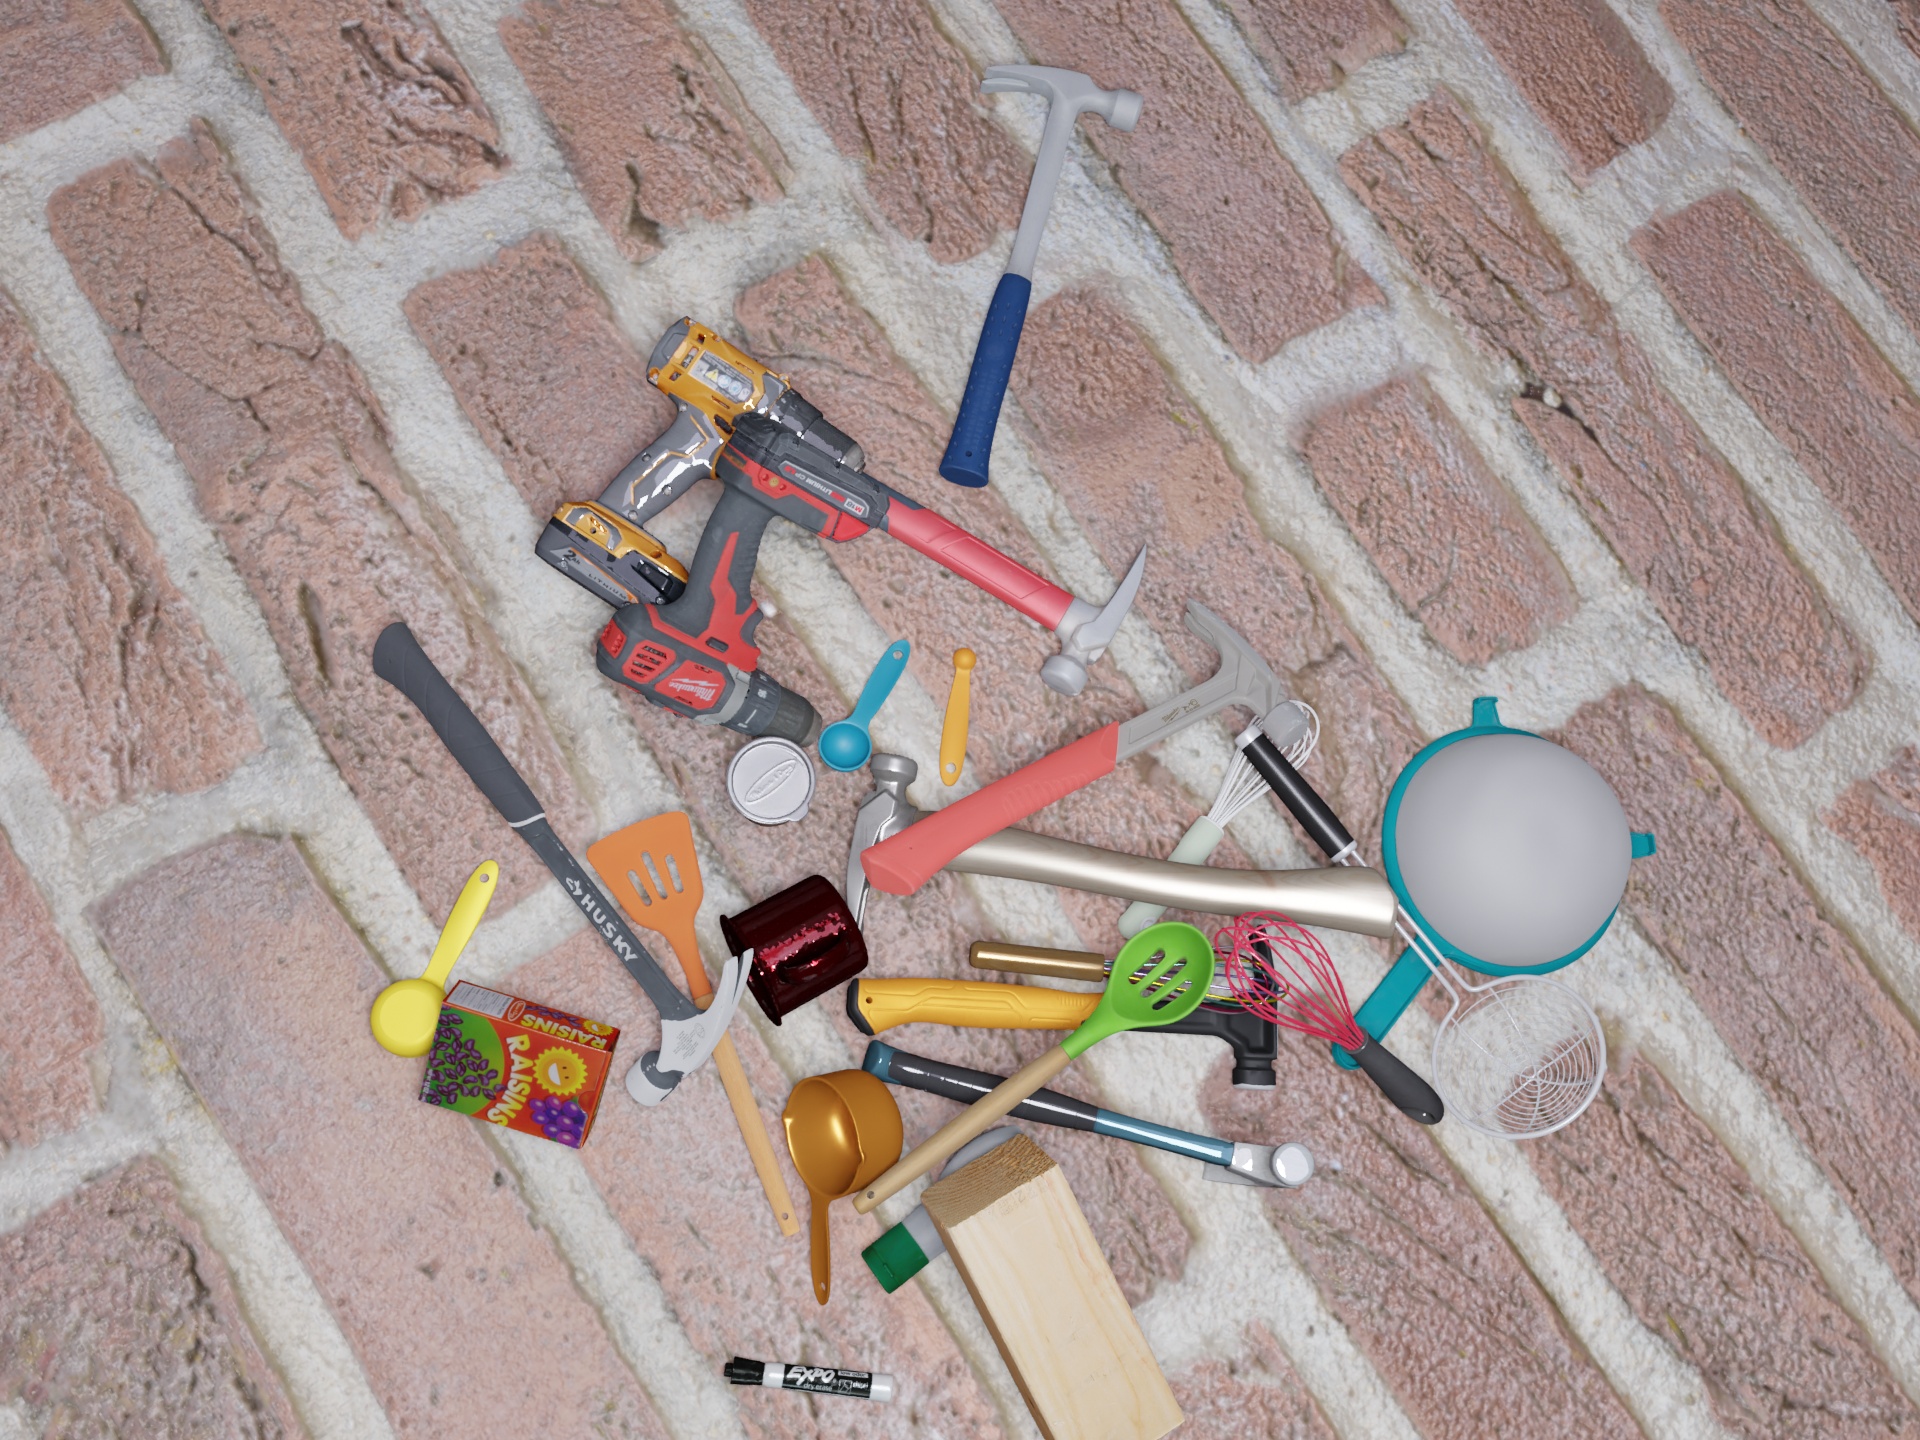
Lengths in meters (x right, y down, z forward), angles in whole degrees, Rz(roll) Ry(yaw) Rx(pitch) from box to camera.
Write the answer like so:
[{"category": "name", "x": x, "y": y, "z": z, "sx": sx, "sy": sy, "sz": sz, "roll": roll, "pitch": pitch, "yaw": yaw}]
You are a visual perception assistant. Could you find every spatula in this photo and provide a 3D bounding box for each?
[{"category": "spatula", "x": -0.185, "y": 0.228, "z": 1.183, "sx": 0.081, "sy": 0.041, "sz": 0.323, "roll": -22, "pitch": 81, "yaw": -5}]

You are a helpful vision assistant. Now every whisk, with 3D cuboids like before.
[{"category": "whisk", "x": 0.128, "y": 0.188, "z": 1.201, "sx": 0.245, "sy": 0.051, "sz": 0.047, "roll": 7, "pitch": 56, "yaw": -4}, {"category": "whisk", "x": 0.282, "y": 0.227, "z": 1.179, "sx": 0.295, "sy": 0.073, "sz": 0.073, "roll": 42, "pitch": 71, "yaw": -31}, {"category": "whisk", "x": 0.206, "y": 0.078, "z": 1.278, "sx": 0.059, "sy": 0.057, "sz": 0.246, "roll": 31, "pitch": 74, "yaw": 36}]

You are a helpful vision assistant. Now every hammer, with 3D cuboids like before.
[{"category": "hammer", "x": -0.308, "y": 0.085, "z": 1.177, "sx": 0.409, "sy": 0.036, "sz": 0.149, "roll": 49, "pitch": 117, "yaw": 11}, {"category": "hammer", "x": 0.046, "y": -0.392, "z": 1.376, "sx": 0.144, "sy": 0.035, "sz": 0.406, "roll": 16, "pitch": 74, "yaw": -4}, {"category": "hammer", "x": 0.081, "y": 0.214, "z": 1.221, "sx": 0.336, "sy": 0.034, "sz": 0.127, "roll": 4, "pitch": 76, "yaw": -9}, {"category": "hammer", "x": 0.117, "y": 0.125, "z": 1.201, "sx": 0.410, "sy": 0.038, "sz": 0.146, "roll": 8, "pitch": 76, "yaw": 10}, {"category": "hammer", "x": -0.036, "y": -0.176, "z": 1.309, "sx": 0.386, "sy": 0.038, "sz": 0.143, "roll": 31, "pitch": 73, "yaw": 1}, {"category": "hammer", "x": 0.086, "y": 0.291, "z": 1.177, "sx": 0.331, "sy": 0.128, "sz": 0.033, "roll": 14, "pitch": 72, "yaw": 5}, {"category": "hammer", "x": 0.082, "y": 0.028, "z": 1.208, "sx": 0.359, "sy": 0.036, "sz": 0.149, "roll": -26, "pitch": 56, "yaw": -19}]

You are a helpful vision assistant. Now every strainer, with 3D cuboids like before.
[{"category": "strainer", "x": 0.414, "y": 0.142, "z": 1.261, "sx": 0.211, "sy": 0.095, "sz": 0.340, "roll": 42, "pitch": 73, "yaw": 4}]

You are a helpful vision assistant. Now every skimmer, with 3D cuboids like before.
[{"category": "skimmer", "x": 0.330, "y": 0.146, "z": 1.195, "sx": 0.127, "sy": 0.090, "sz": 0.363, "roll": -40, "pitch": 79, "yaw": 8}]

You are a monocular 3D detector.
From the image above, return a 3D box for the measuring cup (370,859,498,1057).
[{"category": "measuring cup", "x": -0.382, "y": 0.173, "z": 1.173, "sx": 0.062, "sy": 0.029, "sz": 0.156, "roll": 24, "pitch": 75, "yaw": -2}]

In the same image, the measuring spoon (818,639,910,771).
[{"category": "measuring spoon", "x": -0.073, "y": -0.011, "z": 1.276, "sx": 0.042, "sy": 0.021, "sz": 0.129, "roll": 27, "pitch": 65, "yaw": 4}]

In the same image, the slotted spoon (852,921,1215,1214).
[{"category": "slotted spoon", "x": 0.053, "y": 0.251, "z": 1.137, "sx": 0.314, "sy": 0.031, "sz": 0.070, "roll": -35, "pitch": 64, "yaw": -10}]

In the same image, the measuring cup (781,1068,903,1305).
[{"category": "measuring cup", "x": -0.083, "y": 0.339, "z": 1.162, "sx": 0.052, "sy": 0.095, "sz": 0.173, "roll": -7, "pitch": 103, "yaw": -42}]

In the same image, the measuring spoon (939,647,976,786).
[{"category": "measuring spoon", "x": -0.002, "y": -0.004, "z": 1.282, "sx": 0.021, "sy": 0.011, "sz": 0.117, "roll": 9, "pitch": 75, "yaw": -6}]

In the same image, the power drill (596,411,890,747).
[{"category": "power drill", "x": -0.144, "y": -0.094, "z": 1.196, "sx": 0.187, "sy": 0.080, "sz": 0.226, "roll": 27, "pitch": 98, "yaw": -34}]

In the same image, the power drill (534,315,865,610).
[{"category": "power drill", "x": -0.200, "y": -0.178, "z": 1.245, "sx": 0.185, "sy": 0.084, "sz": 0.226, "roll": 33, "pitch": 85, "yaw": 1}]
